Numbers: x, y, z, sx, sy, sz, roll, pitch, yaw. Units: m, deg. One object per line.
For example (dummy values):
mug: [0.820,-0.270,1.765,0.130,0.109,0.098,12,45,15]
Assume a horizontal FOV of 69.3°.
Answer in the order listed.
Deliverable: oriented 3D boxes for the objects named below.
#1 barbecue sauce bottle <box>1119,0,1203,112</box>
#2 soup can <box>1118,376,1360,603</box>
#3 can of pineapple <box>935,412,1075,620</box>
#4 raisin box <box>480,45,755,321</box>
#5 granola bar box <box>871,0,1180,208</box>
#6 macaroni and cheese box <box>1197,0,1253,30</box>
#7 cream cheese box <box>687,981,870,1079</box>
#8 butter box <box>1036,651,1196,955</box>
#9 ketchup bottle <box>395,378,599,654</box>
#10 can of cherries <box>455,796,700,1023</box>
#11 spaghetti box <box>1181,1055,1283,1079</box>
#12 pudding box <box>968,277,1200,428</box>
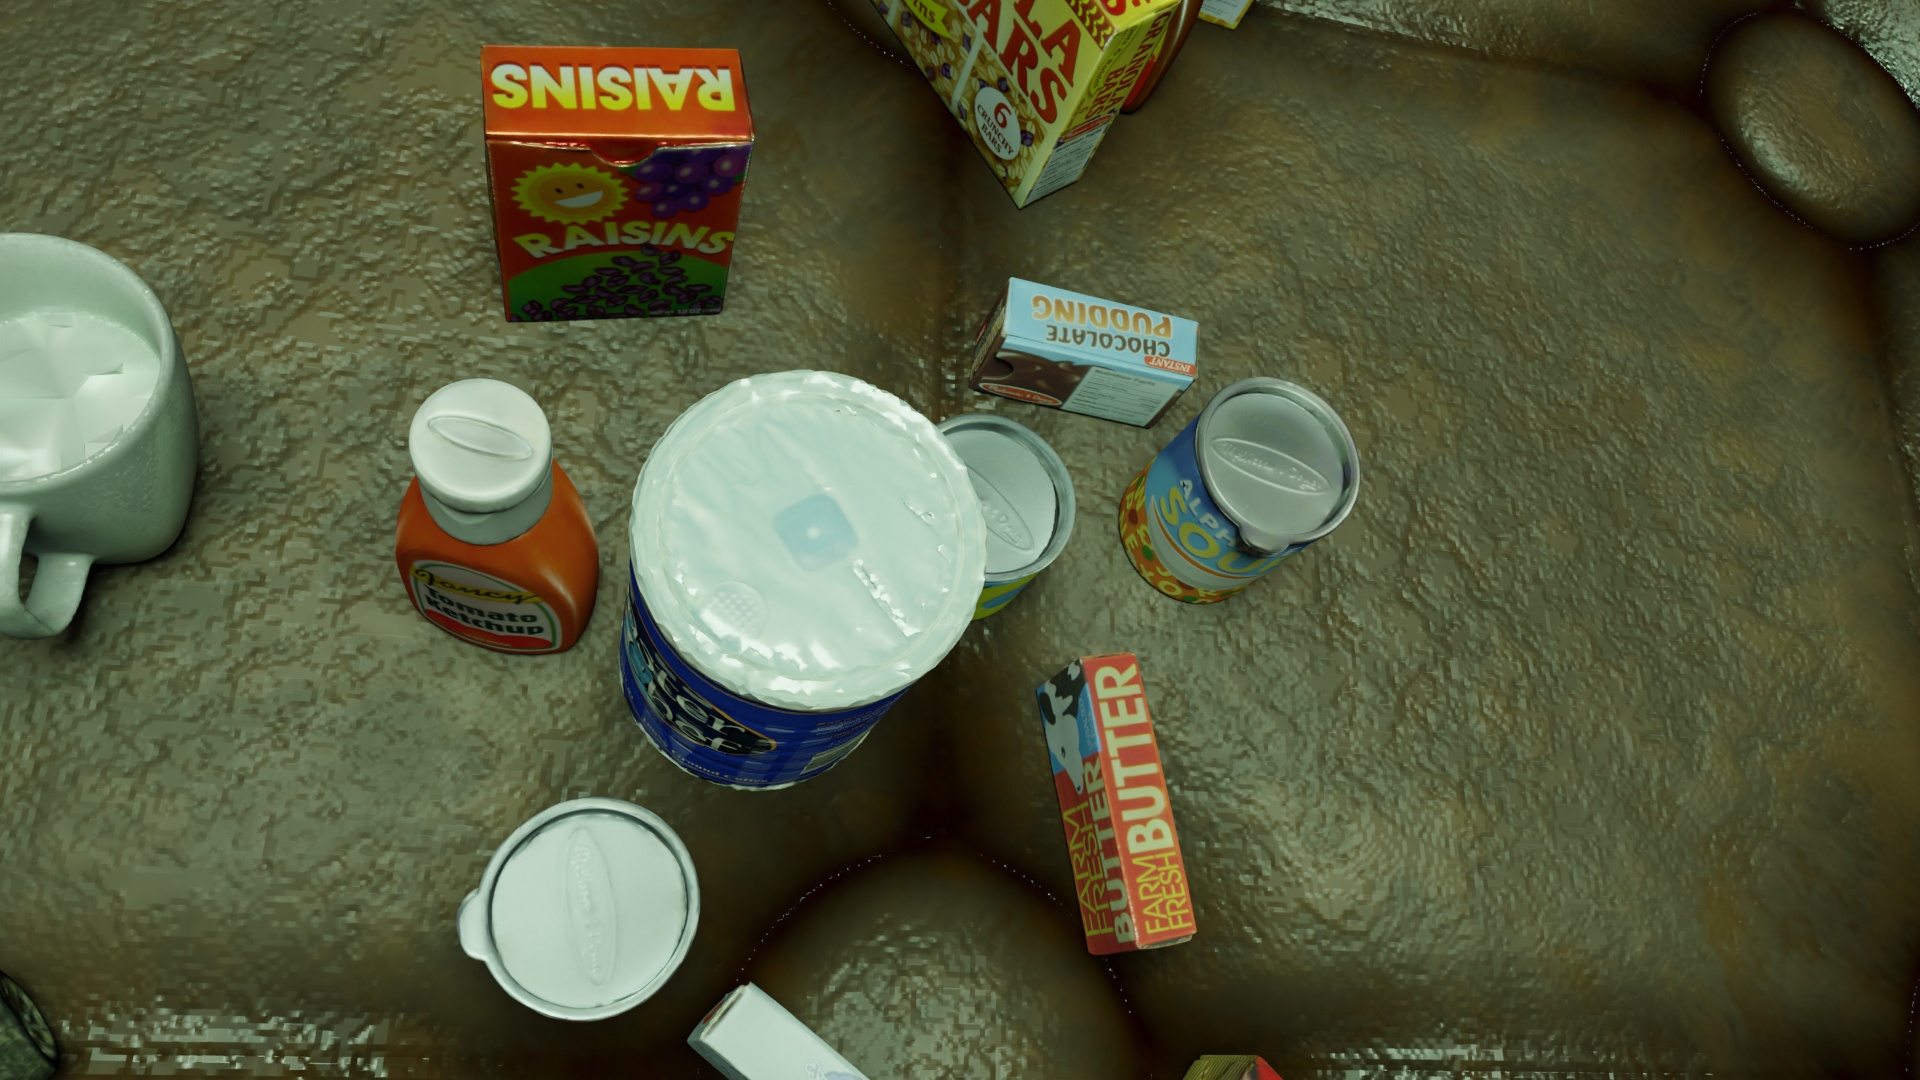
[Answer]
barbecue sauce bottle: [0.080,-0.248,0.591,0.065,0.148,0.044,29,66,-4]
soup can: [0.106,-0.015,0.546,0.071,0.083,0.071,5,69,-14]
can of pineapple: [0.002,-0.007,0.529,0.071,0.057,0.071,5,69,-14]
raisin box: [-0.125,-0.124,0.501,0.086,0.123,0.040,-4,72,-17]
granola bar box: [0.011,-0.243,0.583,0.039,0.123,0.165,-30,81,-23]
macaroni and cheese box: [0.150,-0.339,0.634,0.040,0.165,0.124,16,67,-10]
cream cheese box: [-0.040,0.185,0.448,0.104,0.053,0.024,40,66,1]
butter box: [0.055,0.097,0.508,0.024,0.053,0.104,-5,72,-17]
ketchup bottle: [-0.146,-0.004,0.437,0.065,0.148,0.044,16,67,-9]
can of cherries: [-0.122,0.120,0.447,0.071,0.058,0.072,5,69,-14]
spaghetti box: [0.025,0.271,0.436,0.029,0.050,0.251,42,65,2]
pudding box: [0.051,-0.076,0.572,0.084,0.049,0.030,11,68,-11]
